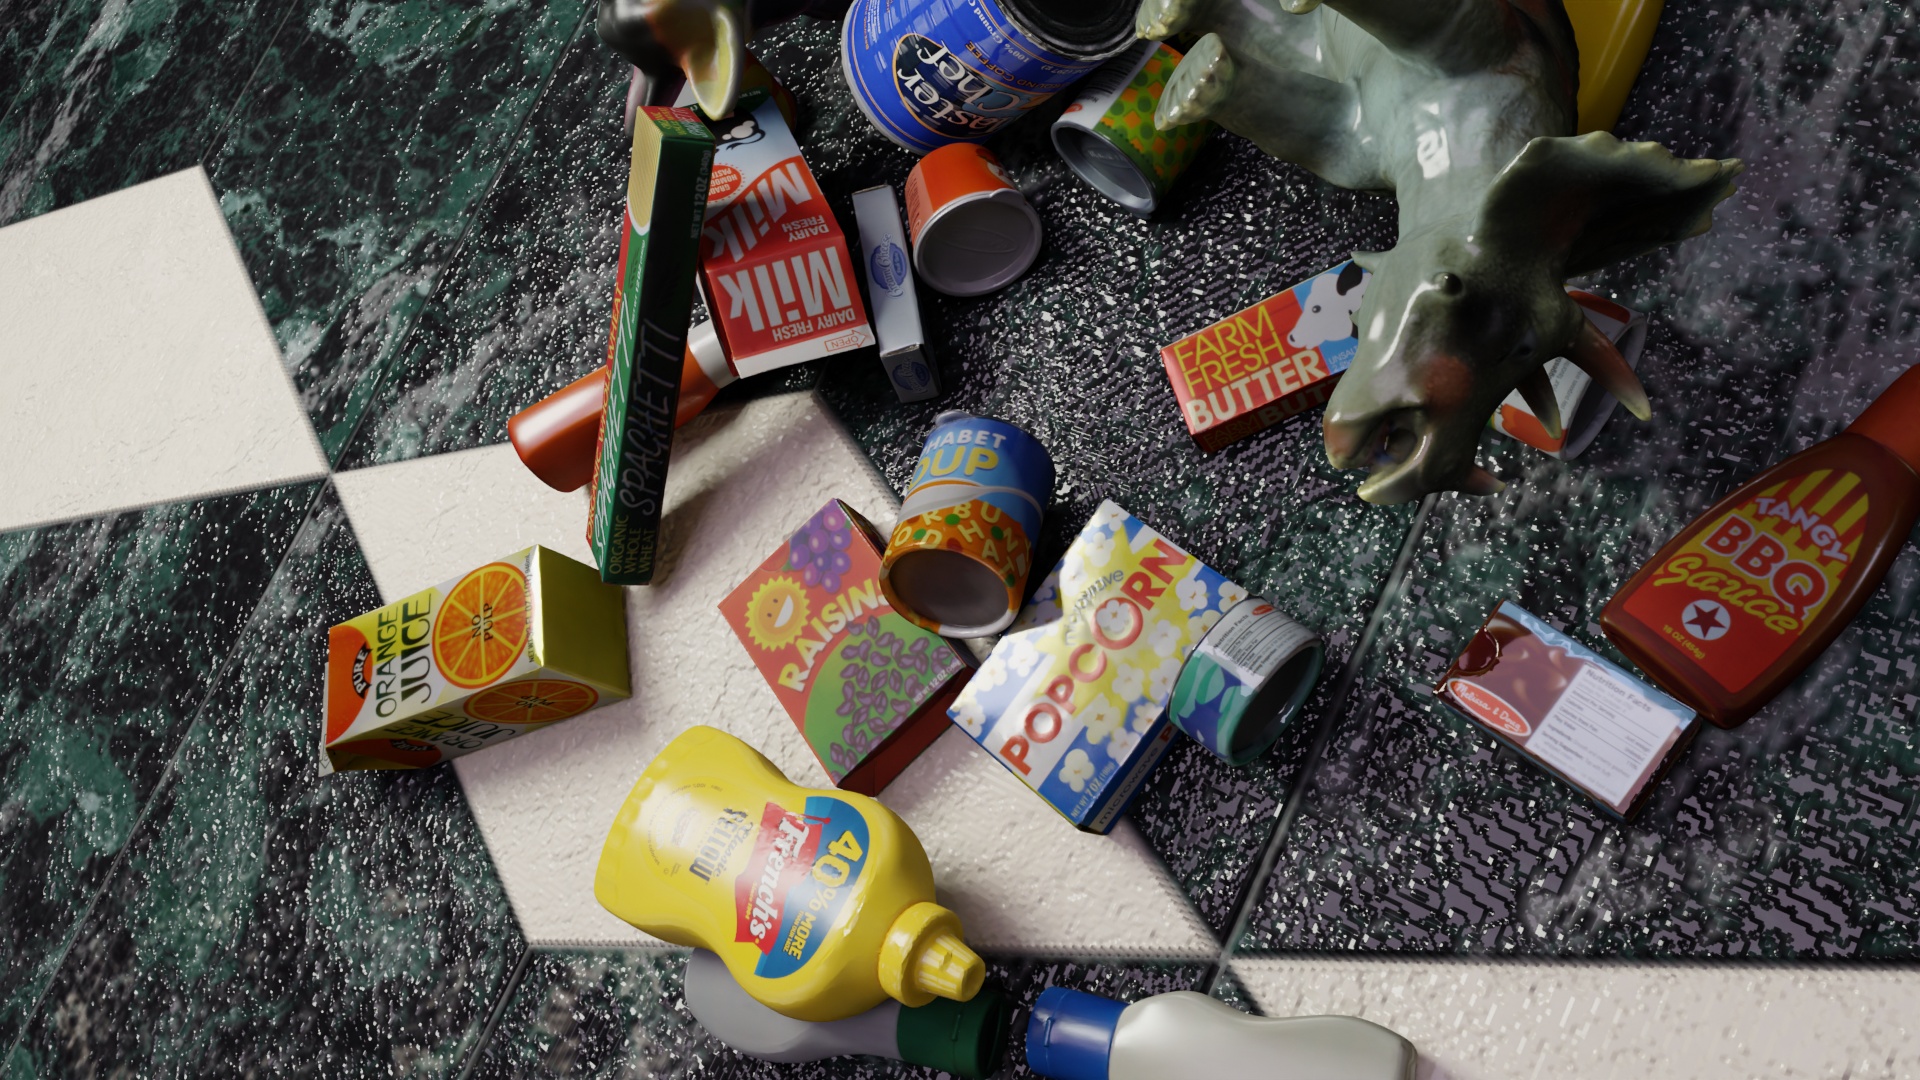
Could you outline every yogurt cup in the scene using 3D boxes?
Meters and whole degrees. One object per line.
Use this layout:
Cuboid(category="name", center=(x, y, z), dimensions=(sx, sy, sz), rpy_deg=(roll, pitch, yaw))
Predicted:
Cuboid(category="yogurt cup", center=(0.003, -0.169, 0.724), dimensions=(0.072, 0.072, 0.054), rpy_deg=(-29, 54, 15))

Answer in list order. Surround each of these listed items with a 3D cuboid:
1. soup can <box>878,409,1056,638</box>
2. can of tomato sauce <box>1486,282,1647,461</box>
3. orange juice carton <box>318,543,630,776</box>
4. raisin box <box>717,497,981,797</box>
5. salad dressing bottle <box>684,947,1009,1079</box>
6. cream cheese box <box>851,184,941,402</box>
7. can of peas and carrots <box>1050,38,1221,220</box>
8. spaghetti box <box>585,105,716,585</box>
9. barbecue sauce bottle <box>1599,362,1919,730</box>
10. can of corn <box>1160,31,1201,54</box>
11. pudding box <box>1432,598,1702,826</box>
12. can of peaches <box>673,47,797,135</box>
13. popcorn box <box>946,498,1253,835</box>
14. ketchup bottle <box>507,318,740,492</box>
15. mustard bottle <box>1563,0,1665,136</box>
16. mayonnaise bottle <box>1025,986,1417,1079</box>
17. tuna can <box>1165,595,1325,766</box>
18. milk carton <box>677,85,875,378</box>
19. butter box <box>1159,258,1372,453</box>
Cuboid(category="soup can", center=(0.002, -0.008, 0.642), dimensions=(0.071, 0.071, 0.084), rpy_deg=(-6, 44, 25))
Cuboid(category="can of tomato sauce", center=(0.229, -0.079, 0.578), dimensions=(0.083, 0.071, 0.071), rpy_deg=(33, 88, 31))
Cuboid(category="orange juice carton", center=(-0.283, 0.073, 0.769), dimensions=(0.192, 0.073, 0.072), rpy_deg=(-20, 64, 19))
Cuboid(category="raisin box", center=(-0.054, 0.051, 0.684), dimensions=(0.086, 0.040, 0.124), rpy_deg=(-43, 58, 7))
Cuboid(category="salad dressing bottle", center=(-0.052, 0.207, 0.622), dimensions=(0.147, 0.044, 0.064), rpy_deg=(4, 66, 26))
Cuboid(category="cream cheese box", center=(-0.033, -0.129, 0.730), dimensions=(0.024, 0.053, 0.104), rpy_deg=(-13, 65, 5))
Cuboid(category="can of peas and carrots", center=(0.090, -0.205, 0.693), dimensions=(0.071, 0.071, 0.059), rpy_deg=(36, 86, 32))
Cuboid(category="spaghetti box", center=(-0.161, -0.092, 0.711), dimensions=(0.050, 0.029, 0.248), rpy_deg=(52, 135, 50))
Cuboid(category="barbecue sauce bottle", center=(0.315, -0.001, 0.517), dimensions=(0.148, 0.043, 0.065), rpy_deg=(-45, 57, 4))
Cuboid(category="can of corn", center=(0.116, -0.286, 0.710), dimensions=(0.058, 0.071, 0.071), rpy_deg=(-30, 61, 14))
Cuboid(category="pudding box", center=(0.235, 0.066, 0.540), dimensions=(0.084, 0.030, 0.049), rpy_deg=(36, 91, 32))
Cuboid(category="can of peaches", center=(-0.140, -0.263, 0.833), dimensions=(0.071, 0.058, 0.071), rpy_deg=(-9, 68, 24))
Cuboid(category="popcorn box", center=(0.065, 0.056, 0.623), dimensions=(0.085, 0.038, 0.126), rpy_deg=(37, 90, 33))
Cuboid(category="ketchup bottle", center=(-0.176, -0.082, 0.783), dimensions=(0.149, 0.064, 0.043), rpy_deg=(-30, 69, 4))
Cuboid(category="mustard bottle", center=(0.279, -0.233, 0.619), dimensions=(0.065, 0.048, 0.160), rpy_deg=(28, 85, 35))
Cuboid(category="mayonnaise bottle", center=(0.100, 0.209, 0.548), dimensions=(0.148, 0.041, 0.065), rpy_deg=(4, 72, 29))
Cuboid(category="tuna can", center=(0.119, 0.061, 0.580), dimensions=(0.033, 0.071, 0.071), rpy_deg=(37, 90, 31))
Cuboid(category="milk carton", center=(-0.106, -0.155, 0.737), dimensions=(0.072, 0.073, 0.191), rpy_deg=(-17, 51, -10))
Cuboid(category="butter box", center=(0.149, -0.085, 0.643), dimensions=(0.103, 0.024, 0.053), rpy_deg=(-24, 62, 16))
